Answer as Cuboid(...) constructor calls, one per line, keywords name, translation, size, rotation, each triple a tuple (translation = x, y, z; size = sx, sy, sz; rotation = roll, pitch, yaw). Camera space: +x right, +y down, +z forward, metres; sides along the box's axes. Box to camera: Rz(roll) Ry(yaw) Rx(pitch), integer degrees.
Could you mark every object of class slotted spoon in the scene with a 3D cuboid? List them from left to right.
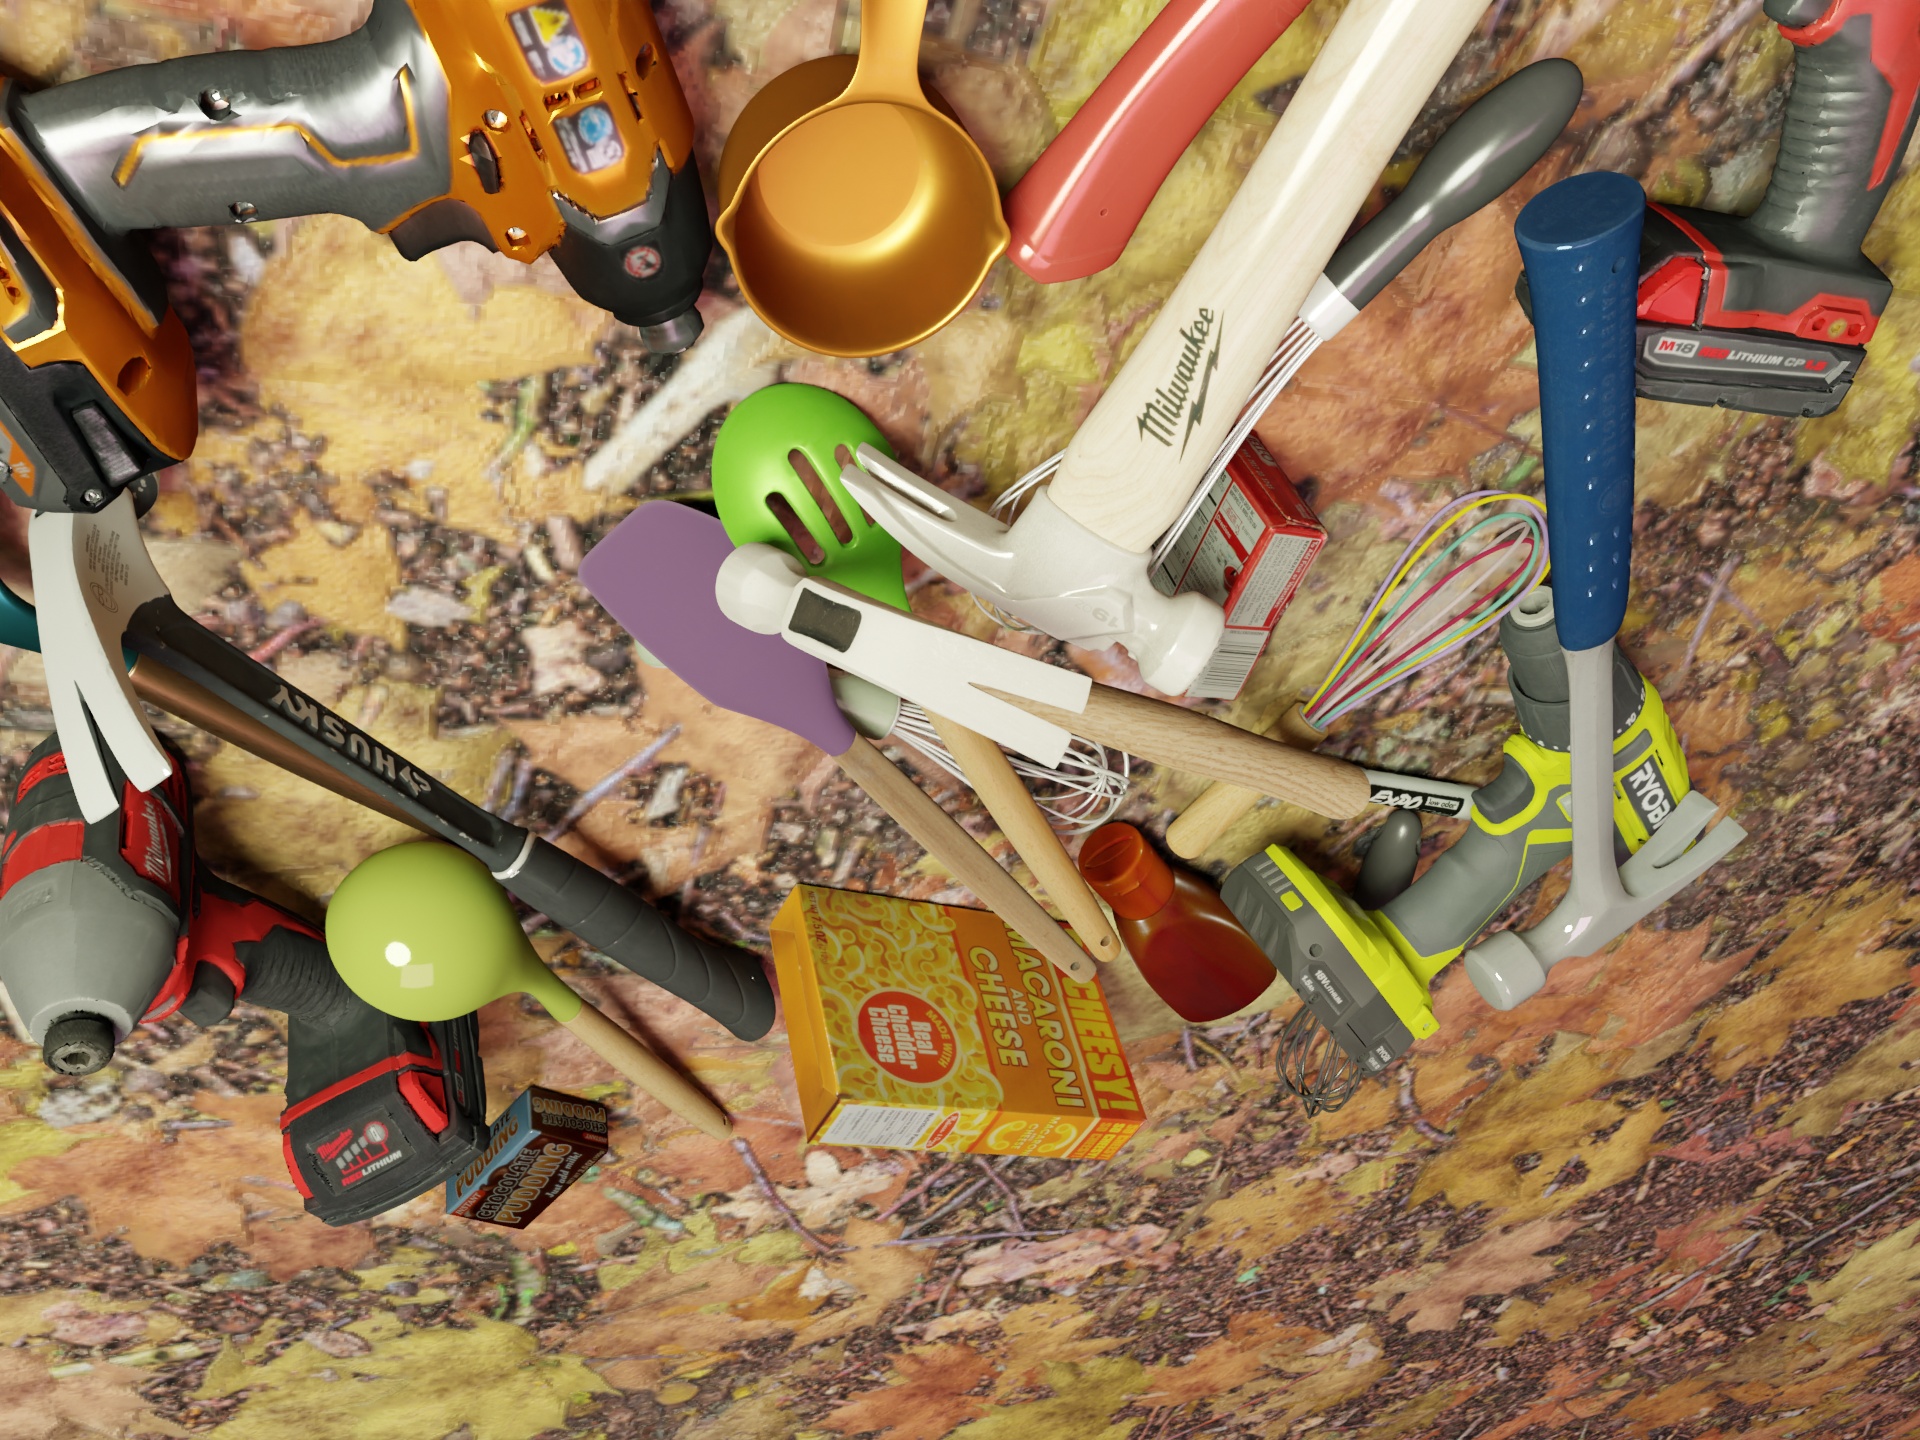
Cuboid(name="slotted spoon", translation=(-0.001, -0.002, 0.654), size=(0.070, 0.031, 0.313), rotation=(-38, 123, -8))

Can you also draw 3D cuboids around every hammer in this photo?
Cuboid(name="hammer", translation=(-0.188, 0.049, 0.633), size=(0.036, 0.149, 0.408), rotation=(-30, 141, 10))
Cuboid(name="hammer", translation=(0.068, 0.001, 0.626), size=(0.331, 0.130, 0.031), rotation=(16, 98, -45))
Cuboid(name="hammer", translation=(0.110, -0.188, 0.467), size=(0.146, 0.038, 0.410), rotation=(29, 124, -7))
Cuboid(name="hammer", translation=(0.126, -0.268, 0.451), size=(0.149, 0.037, 0.359), rotation=(18, 132, -39))
Cuboid(name="hammer", translation=(0.256, -0.032, 0.637), size=(0.144, 0.035, 0.405), rotation=(-31, 135, -7))

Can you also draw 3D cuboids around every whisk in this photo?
Cuboid(name="whisk", translation=(-0.025, -0.002, 0.689), size=(0.246, 0.058, 0.059), rotation=(18, 90, -29))
Cuboid(name="whisk", translation=(0.108, -0.130, 0.585), size=(0.070, 0.070, 0.284), rotation=(28, 119, -37))
Cuboid(name="whisk", translation=(0.184, -0.012, 0.749), size=(0.047, 0.051, 0.245), rotation=(16, 129, -37))
Cuboid(name="whisk", translation=(0.226, 0.142, 0.910), size=(0.055, 0.055, 0.238), rotation=(-5, 129, -15))

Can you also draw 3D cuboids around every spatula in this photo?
Cuboid(name="spatula", translation=(-0.288, -0.018, 0.597), size=(0.082, 0.044, 0.317), rotation=(-35, 138, 15))
Cuboid(name="spatula", translation=(-0.032, 0.023, 0.666), size=(0.060, 0.018, 0.315), rotation=(-40, 123, 5))

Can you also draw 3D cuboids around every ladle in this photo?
Cuboid(name="ladle", translation=(-0.187, 0.150, 0.761), size=(0.062, 0.078, 0.319), rotation=(-15, 146, 9))

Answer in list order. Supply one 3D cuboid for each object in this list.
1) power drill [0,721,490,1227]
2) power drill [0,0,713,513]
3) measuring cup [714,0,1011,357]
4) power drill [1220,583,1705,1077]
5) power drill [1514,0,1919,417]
Cuboid(name="power drill", translation=(-0.285, 0.111, 0.635), size=(0.078, 0.143, 0.219), rotation=(-28, 137, 4))
Cuboid(name="power drill", translation=(-0.187, -0.147, 0.467), size=(0.226, 0.084, 0.164), rotation=(-23, 136, -2))
Cuboid(name="measuring cup", translation=(-0.029, -0.201, 0.489), size=(0.095, 0.052, 0.173), rotation=(-3, 131, -16))
Cuboid(name="power drill", translation=(0.248, 0.054, 0.783), size=(0.228, 0.080, 0.190), rotation=(-39, 128, 4))
Cuboid(name="power drill", translation=(0.275, -0.229, 0.549), size=(0.188, 0.080, 0.226), rotation=(4, 127, -13))
